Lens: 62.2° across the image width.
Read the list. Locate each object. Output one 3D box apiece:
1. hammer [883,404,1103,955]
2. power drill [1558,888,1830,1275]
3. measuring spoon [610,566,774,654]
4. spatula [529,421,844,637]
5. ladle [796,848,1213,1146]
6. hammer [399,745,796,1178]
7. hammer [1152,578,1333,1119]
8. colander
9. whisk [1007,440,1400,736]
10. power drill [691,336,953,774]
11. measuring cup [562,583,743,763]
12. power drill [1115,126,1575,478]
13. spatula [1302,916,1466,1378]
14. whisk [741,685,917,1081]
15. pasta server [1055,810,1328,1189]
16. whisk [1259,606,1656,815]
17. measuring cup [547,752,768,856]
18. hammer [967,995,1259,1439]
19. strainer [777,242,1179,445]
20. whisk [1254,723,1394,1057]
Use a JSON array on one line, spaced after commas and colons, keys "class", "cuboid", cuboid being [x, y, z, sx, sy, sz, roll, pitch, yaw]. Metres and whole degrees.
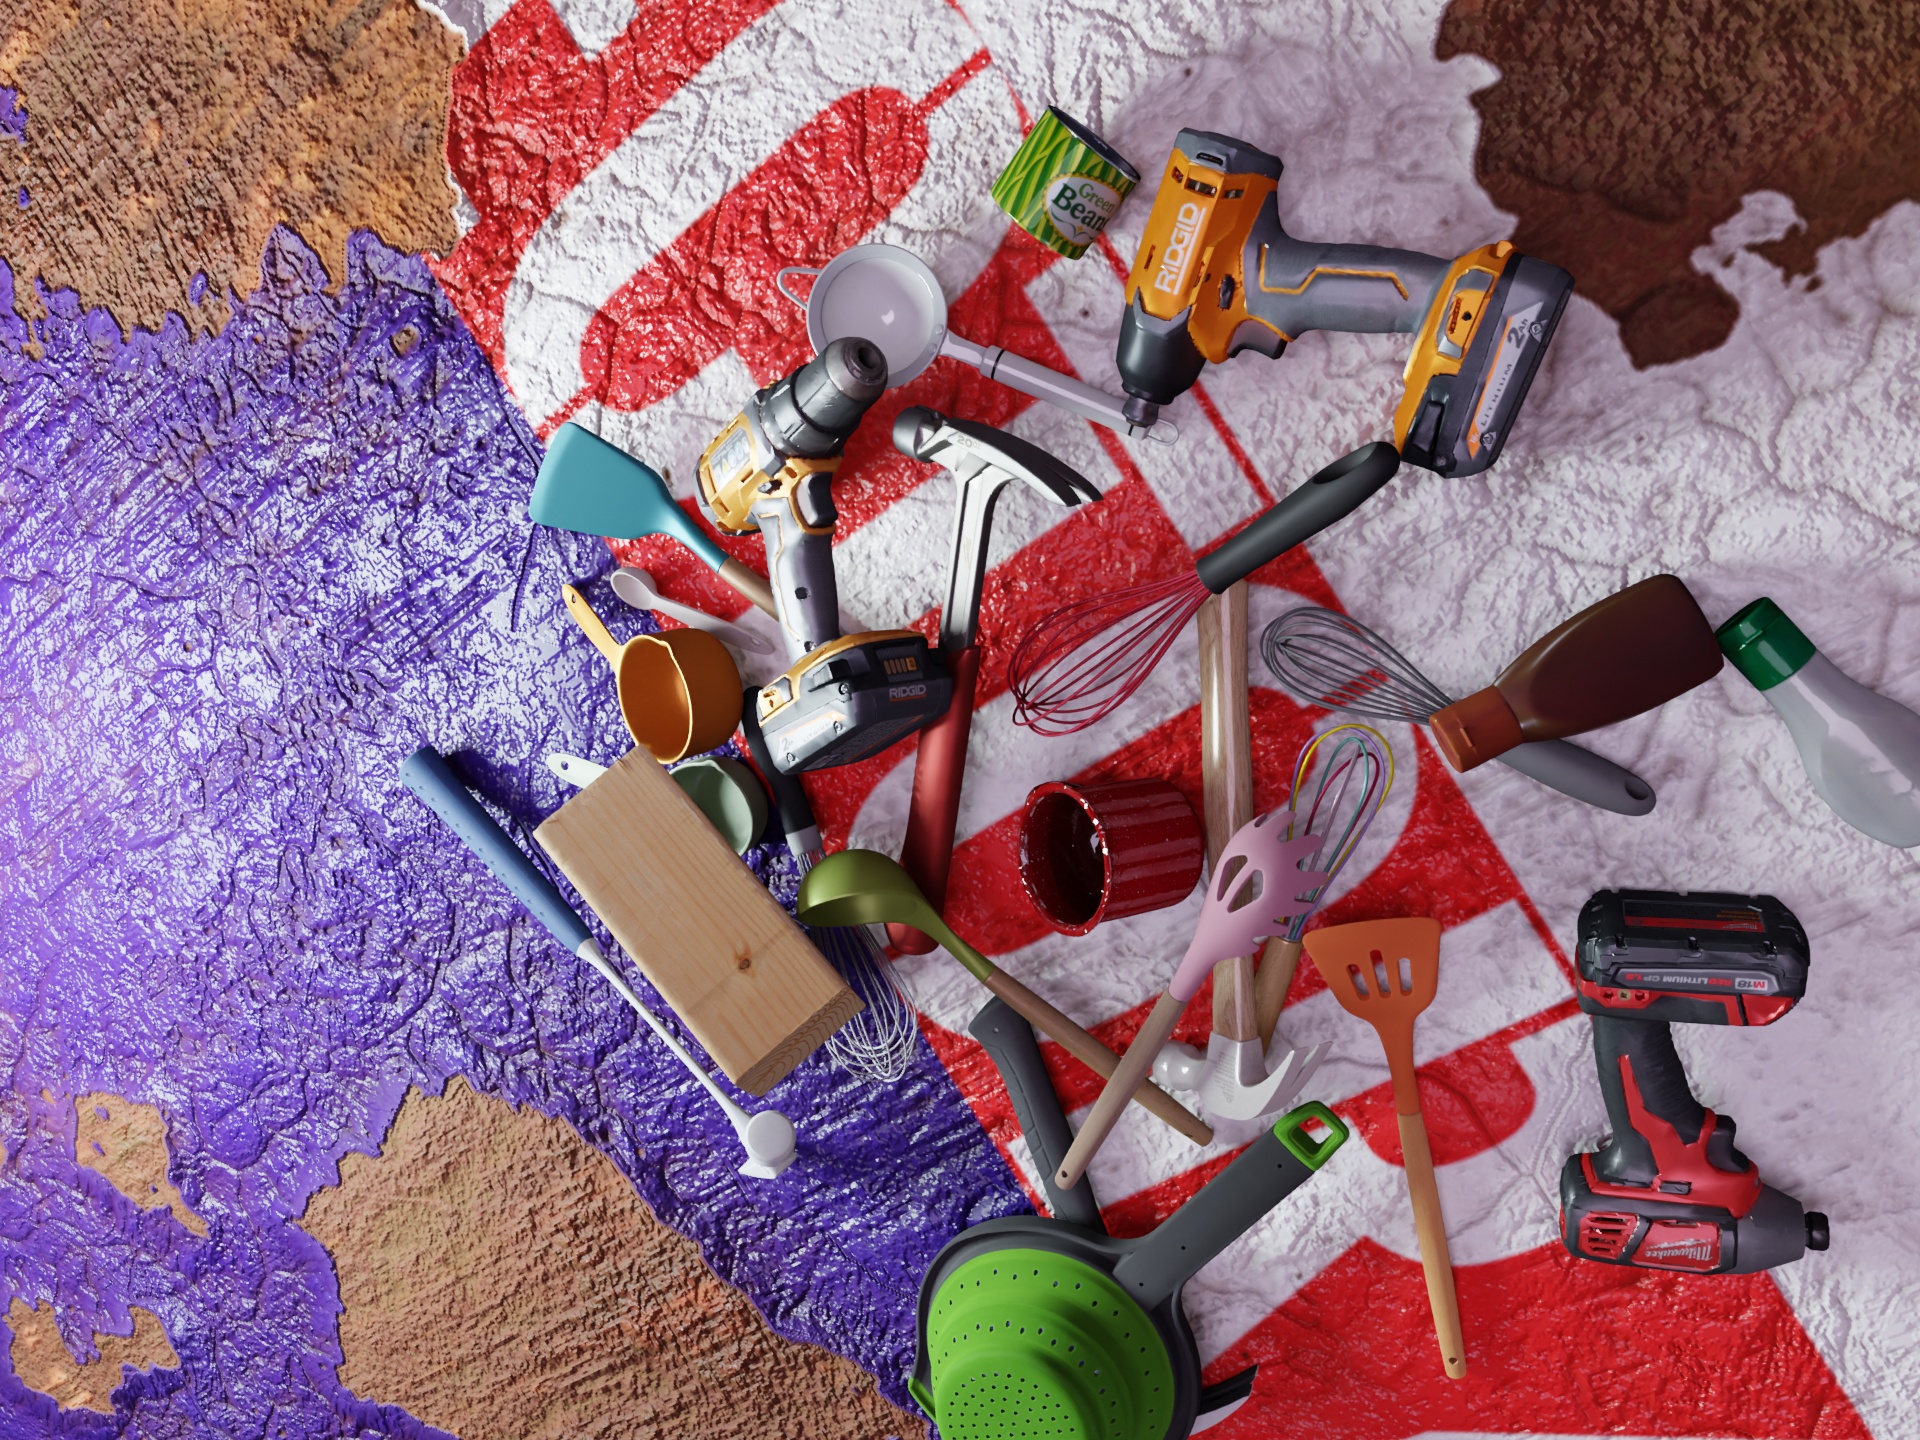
[{"class": "hammer", "cuboid": [-0.002, -0.003, 0.979, 0.149, 0.036, 0.358, 33, 127, 39]}, {"class": "power drill", "cuboid": [0.417, 0.213, 0.902, 0.143, 0.078, 0.219, 1, 107, 20]}, {"class": "measuring spoon", "cuboid": [-0.180, -0.075, 1.082, 0.124, 0.018, 0.034, 24, 146, 7]}, {"class": "spatula", "cuboid": [-0.141, -0.083, 1.049, 0.317, 0.044, 0.082, 36, 122, 7]}, {"class": "ladle", "cuboid": [0.033, 0.186, 1.013, 0.320, 0.062, 0.078, 38, 145, -9]}, {"class": "hammer", "cuboid": [-0.261, 0.172, 1.139, 0.406, 0.035, 0.144, 44, 158, 13]}, {"class": "hammer", "cuboid": [0.164, 0.080, 0.962, 0.130, 0.031, 0.331, 8, 103, 56]}, {"class": "colander", "cuboid": [0.097, 0.384, 1.013, 0.204, 0.094, 0.397, 43, 115, 7]}, {"class": "whisk", "cuboid": [0.128, -0.073, 0.911, 0.296, 0.073, 0.073, -35, 90, 38]}, {"class": "power drill", "cuboid": [-0.078, -0.100, 0.949, 0.185, 0.084, 0.226, -31, 73, 51]}, {"class": "measuring cup", "cuboid": [-0.210, -0.045, 1.086, 0.174, 0.052, 0.095, 46, 132, 31]}, {"class": "power drill", "cuboid": [0.196, -0.212, 0.873, 0.226, 0.084, 0.164, 26, 112, 17]}, {"class": "spatula", "cuboid": [0.281, 0.267, 0.983, 0.081, 0.041, 0.322, -9, 101, 18]}, {"class": "whisk", "cuboid": [-0.095, 0.111, 1.078, 0.070, 0.070, 0.284, -19, 91, 24]}, {"class": "pasta server", "cuboid": [0.127, 0.182, 0.964, 0.060, 0.040, 0.316, 48, 130, 32]}, {"class": "whisk", "cuboid": [0.285, -0.003, 0.913, 0.239, 0.055, 0.055, 25, 111, 8]}, {"class": "measuring cup", "cuboid": [-0.210, 0.048, 1.113, 0.168, 0.038, 0.083, 17, 109, 18]}, {"class": "hammer", "cuboid": [0.086, 0.336, 1.077, 0.146, 0.035, 0.334, -18, 96, 24]}, {"class": "strainer", "cuboid": [0.012, -0.218, 0.961, 0.258, 0.050, 0.087, 24, 103, 7]}, {"class": "whisk", "cuboid": [0.210, 0.113, 0.968, 0.047, 0.051, 0.244, 1, 116, -25]}]
